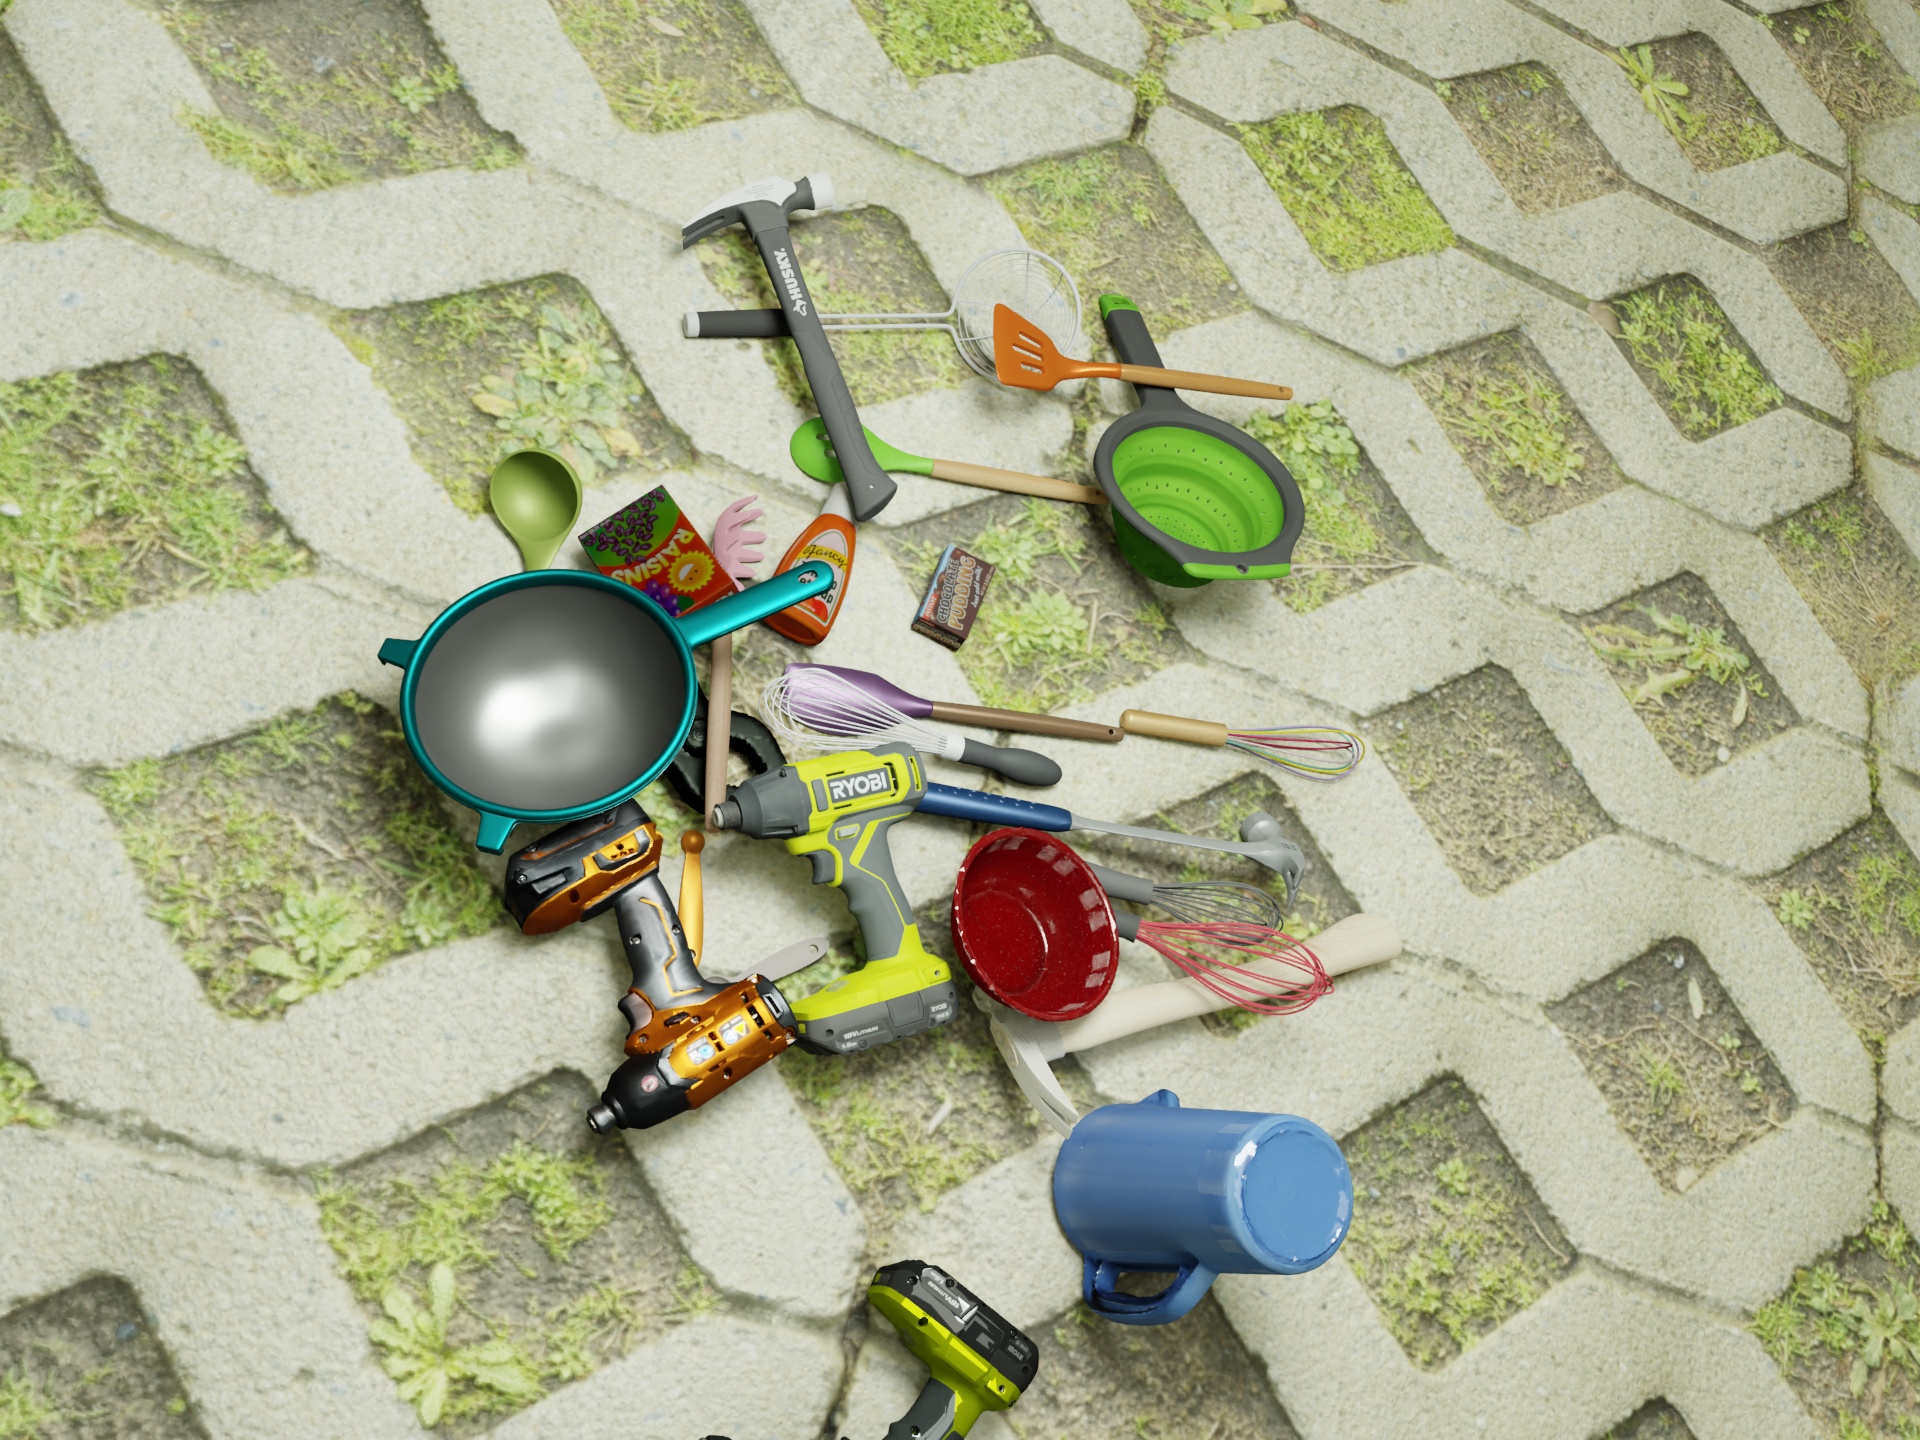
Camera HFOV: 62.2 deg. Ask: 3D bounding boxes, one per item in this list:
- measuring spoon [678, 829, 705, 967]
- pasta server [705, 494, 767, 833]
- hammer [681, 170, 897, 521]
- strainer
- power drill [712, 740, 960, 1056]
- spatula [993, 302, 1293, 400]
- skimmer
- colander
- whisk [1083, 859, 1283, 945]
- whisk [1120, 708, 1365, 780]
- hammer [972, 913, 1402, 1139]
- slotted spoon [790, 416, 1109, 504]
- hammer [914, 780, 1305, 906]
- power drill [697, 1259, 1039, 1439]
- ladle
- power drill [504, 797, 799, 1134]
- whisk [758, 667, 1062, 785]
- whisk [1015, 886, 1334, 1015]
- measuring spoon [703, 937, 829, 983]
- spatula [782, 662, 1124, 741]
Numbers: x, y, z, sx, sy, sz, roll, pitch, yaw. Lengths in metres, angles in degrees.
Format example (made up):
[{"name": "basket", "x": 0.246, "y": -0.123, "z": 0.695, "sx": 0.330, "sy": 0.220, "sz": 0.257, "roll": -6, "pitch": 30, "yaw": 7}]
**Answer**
[{"name": "measuring spoon", "x": -0.212, "y": 0.142, "z": 1.258, "sx": 0.021, "sy": 0.011, "sz": 0.117, "roll": 6, "pitch": 68, "yaw": -19}, {"name": "pasta server", "x": -0.187, "y": -0.052, "z": 1.298, "sx": 0.040, "sy": 0.060, "sz": 0.316, "roll": -5, "pitch": 59, "yaw": 4}, {"name": "hammer", "x": -0.136, "y": -0.330, "z": 1.411, "sx": 0.146, "sy": 0.035, "sz": 0.335, "roll": -18, "pitch": 77, "yaw": -14}, {"name": "strainer", "x": -0.248, "y": -0.029, "z": 1.211, "sx": 0.340, "sy": 0.095, "sz": 0.211, "roll": -26, "pitch": 67, "yaw": -21}, {"name": "power drill", "x": -0.094, "y": 0.139, "z": 1.238, "sx": 0.171, "sy": 0.080, "sz": 0.223, "roll": -12, "pitch": 87, "yaw": -29}, {"name": "spatula", "x": 0.175, "y": -0.331, "z": 1.505, "sx": 0.322, "sy": 0.041, "sz": 0.081, "roll": 3, "pitch": 75, "yaw": -19}, {"name": "skimmer", "x": -0.069, "y": -0.372, "z": 1.471, "sx": 0.363, "sy": 0.090, "sz": 0.127, "roll": -7, "pitch": 103, "yaw": -21}, {"name": "colander", "x": 0.192, "y": -0.257, "z": 1.542, "sx": 0.204, "sy": 0.094, "sz": 0.398, "roll": -2, "pitch": 53, "yaw": -20}, {"name": "whisk", "x": 0.162, "y": 0.147, "z": 1.367, "sx": 0.239, "sy": 0.055, "sz": 0.055, "roll": 14, "pitch": 65, "yaw": -2}, {"name": "whisk", "x": 0.266, "y": 0.014, "z": 1.480, "sx": 0.245, "sy": 0.047, "sz": 0.051, "roll": 9, "pitch": 68, "yaw": -15}, {"name": "hammer", "x": 0.219, "y": 0.238, "z": 1.352, "sx": 0.410, "sy": 0.038, "sz": 0.146, "roll": -9, "pitch": 46, "yaw": -28}, {"name": "slotted spoon", "x": -0.003, "y": -0.234, "z": 1.480, "sx": 0.313, "sy": 0.031, "sz": 0.070, "roll": 7, "pitch": 67, "yaw": -20}, {"name": "hammer", "x": 0.103, "y": 0.089, "z": 1.357, "sx": 0.405, "sy": 0.144, "sz": 0.035, "roll": 10, "pitch": 106, "yaw": -12}, {"name": "power drill", "x": -0.067, "y": 0.507, "z": 1.137, "sx": 0.190, "sy": 0.080, "sz": 0.228, "roll": 40, "pitch": 64, "yaw": -3}, {"name": "ladle", "x": -0.349, "y": -0.066, "z": 1.263, "sx": 0.078, "sy": 0.062, "sz": 0.320, "roll": -2, "pitch": 71, "yaw": 10}, {"name": "power drill", "x": -0.246, "y": 0.186, "z": 1.177, "sx": 0.164, "sy": 0.084, "sz": 0.226, "roll": -31, "pitch": 78, "yaw": -28}, {"name": "whisk", "x": -0.037, "y": 0.015, "z": 1.350, "sx": 0.284, "sy": 0.070, "sz": 0.070, "roll": 16, "pitch": 65, "yaw": -24}, {"name": "whisk", "x": 0.167, "y": 0.181, "z": 1.329, "sx": 0.296, "sy": 0.073, "sz": 0.073, "roll": 17, "pitch": 63, "yaw": 9}, {"name": "measuring spoon", "x": -0.156, "y": 0.202, "z": 1.258, "sx": 0.124, "sy": 0.018, "sz": 0.034, "roll": -22, "pitch": 70, "yaw": -34}, {"name": "spatula", "x": -0.002, "y": -0.004, "z": 1.395, "sx": 0.315, "sy": 0.018, "sz": 0.060, "roll": 7, "pitch": 78, "yaw": -18}]
